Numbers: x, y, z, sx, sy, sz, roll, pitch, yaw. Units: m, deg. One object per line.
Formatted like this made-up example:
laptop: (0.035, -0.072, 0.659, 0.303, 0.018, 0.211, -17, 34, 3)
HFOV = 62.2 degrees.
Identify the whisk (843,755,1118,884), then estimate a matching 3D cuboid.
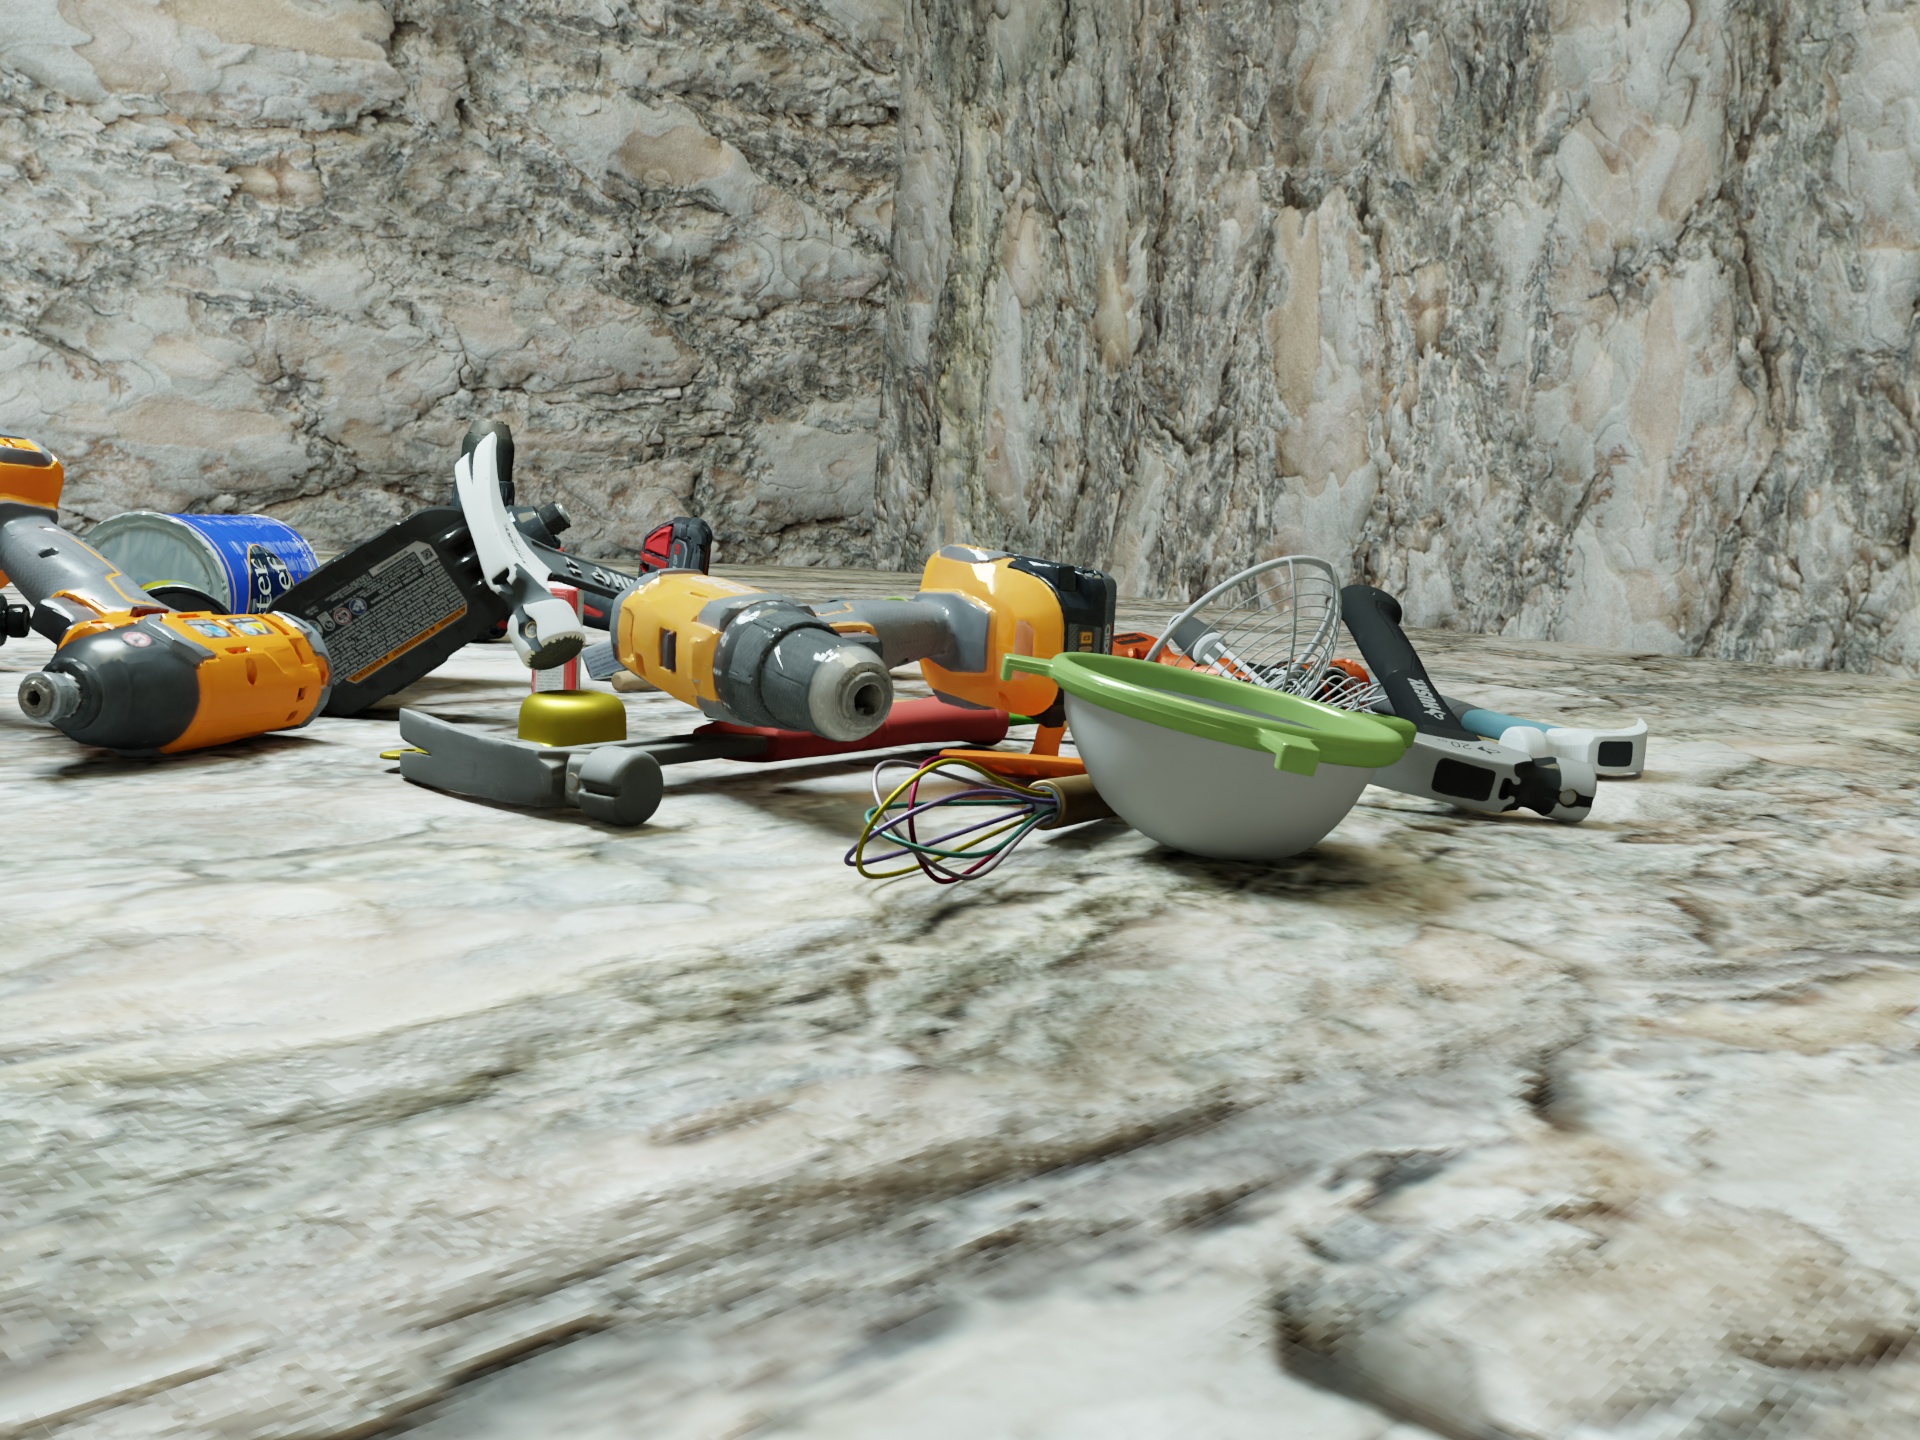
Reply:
whisk: (0.028, 0.034, 0.651, 0.051, 0.047, 0.245, 6, 4, 27)

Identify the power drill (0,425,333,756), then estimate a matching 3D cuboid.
power drill: (-0.432, -0.059, 0.744, 0.226, 0.084, 0.164, 31, 12, 8)

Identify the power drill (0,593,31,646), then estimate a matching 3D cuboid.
power drill: (-0.610, -0.055, 0.874, 0.143, 0.078, 0.220, 2, 5, -19)

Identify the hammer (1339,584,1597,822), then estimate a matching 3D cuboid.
hammer: (0.263, -0.026, 0.964, 0.146, 0.035, 0.335, 10, 20, 1)

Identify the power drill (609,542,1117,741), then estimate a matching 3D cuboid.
power drill: (-0.028, -0.034, 0.757, 0.226, 0.084, 0.185, -5, 15, -36)

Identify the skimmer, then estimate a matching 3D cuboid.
skimmer: (0.143, -0.057, 0.949, 0.127, 0.090, 0.363, -38, 9, 6)

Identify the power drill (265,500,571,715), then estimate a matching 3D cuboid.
power drill: (-0.326, -0.081, 0.983, 0.171, 0.080, 0.223, -32, 12, -1)

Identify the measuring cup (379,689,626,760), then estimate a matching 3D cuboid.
measuring cup: (-0.227, 0.002, 0.796, 0.062, 0.029, 0.156, 8, 6, 27)

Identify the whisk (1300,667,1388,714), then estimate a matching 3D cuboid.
whisk: (0.197, 0.005, 0.958, 0.058, 0.059, 0.246, -30, -10, 36)

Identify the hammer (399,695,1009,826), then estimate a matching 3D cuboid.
hammer: (-0.097, 0.007, 0.812, 0.149, 0.036, 0.359, 9, 9, 34)

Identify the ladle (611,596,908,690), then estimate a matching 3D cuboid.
ladle: (-0.143, -0.055, 1.211, 0.078, 0.062, 0.320, -13, -1, 36)

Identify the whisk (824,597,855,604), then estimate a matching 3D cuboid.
whisk: (-0.018, -0.053, 1.157, 0.239, 0.055, 0.055, 23, 18, 39)

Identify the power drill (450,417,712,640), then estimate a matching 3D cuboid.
power drill: (-0.331, -0.152, 1.362, 0.226, 0.188, 0.080, 8, 7, -5)

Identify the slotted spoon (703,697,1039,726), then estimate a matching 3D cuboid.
slotted spoon: (-0.002, -0.003, 0.990, 0.313, 0.031, 0.070, 2, 7, -4)

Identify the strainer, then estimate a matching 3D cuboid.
strainer: (0.137, 0.023, 0.711, 0.152, 0.069, 0.256, 19, 9, 38)

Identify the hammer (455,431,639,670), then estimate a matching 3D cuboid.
hammer: (-0.171, -0.073, 1.030, 0.036, 0.149, 0.408, -35, -19, 16)

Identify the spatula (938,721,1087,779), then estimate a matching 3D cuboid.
spatula: (0.056, -0.011, 0.904, 0.081, 0.041, 0.323, 4, 18, 9)

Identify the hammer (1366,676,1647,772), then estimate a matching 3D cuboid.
hammer: (0.365, -0.001, 1.149, 0.128, 0.033, 0.331, 1, 8, -15)
